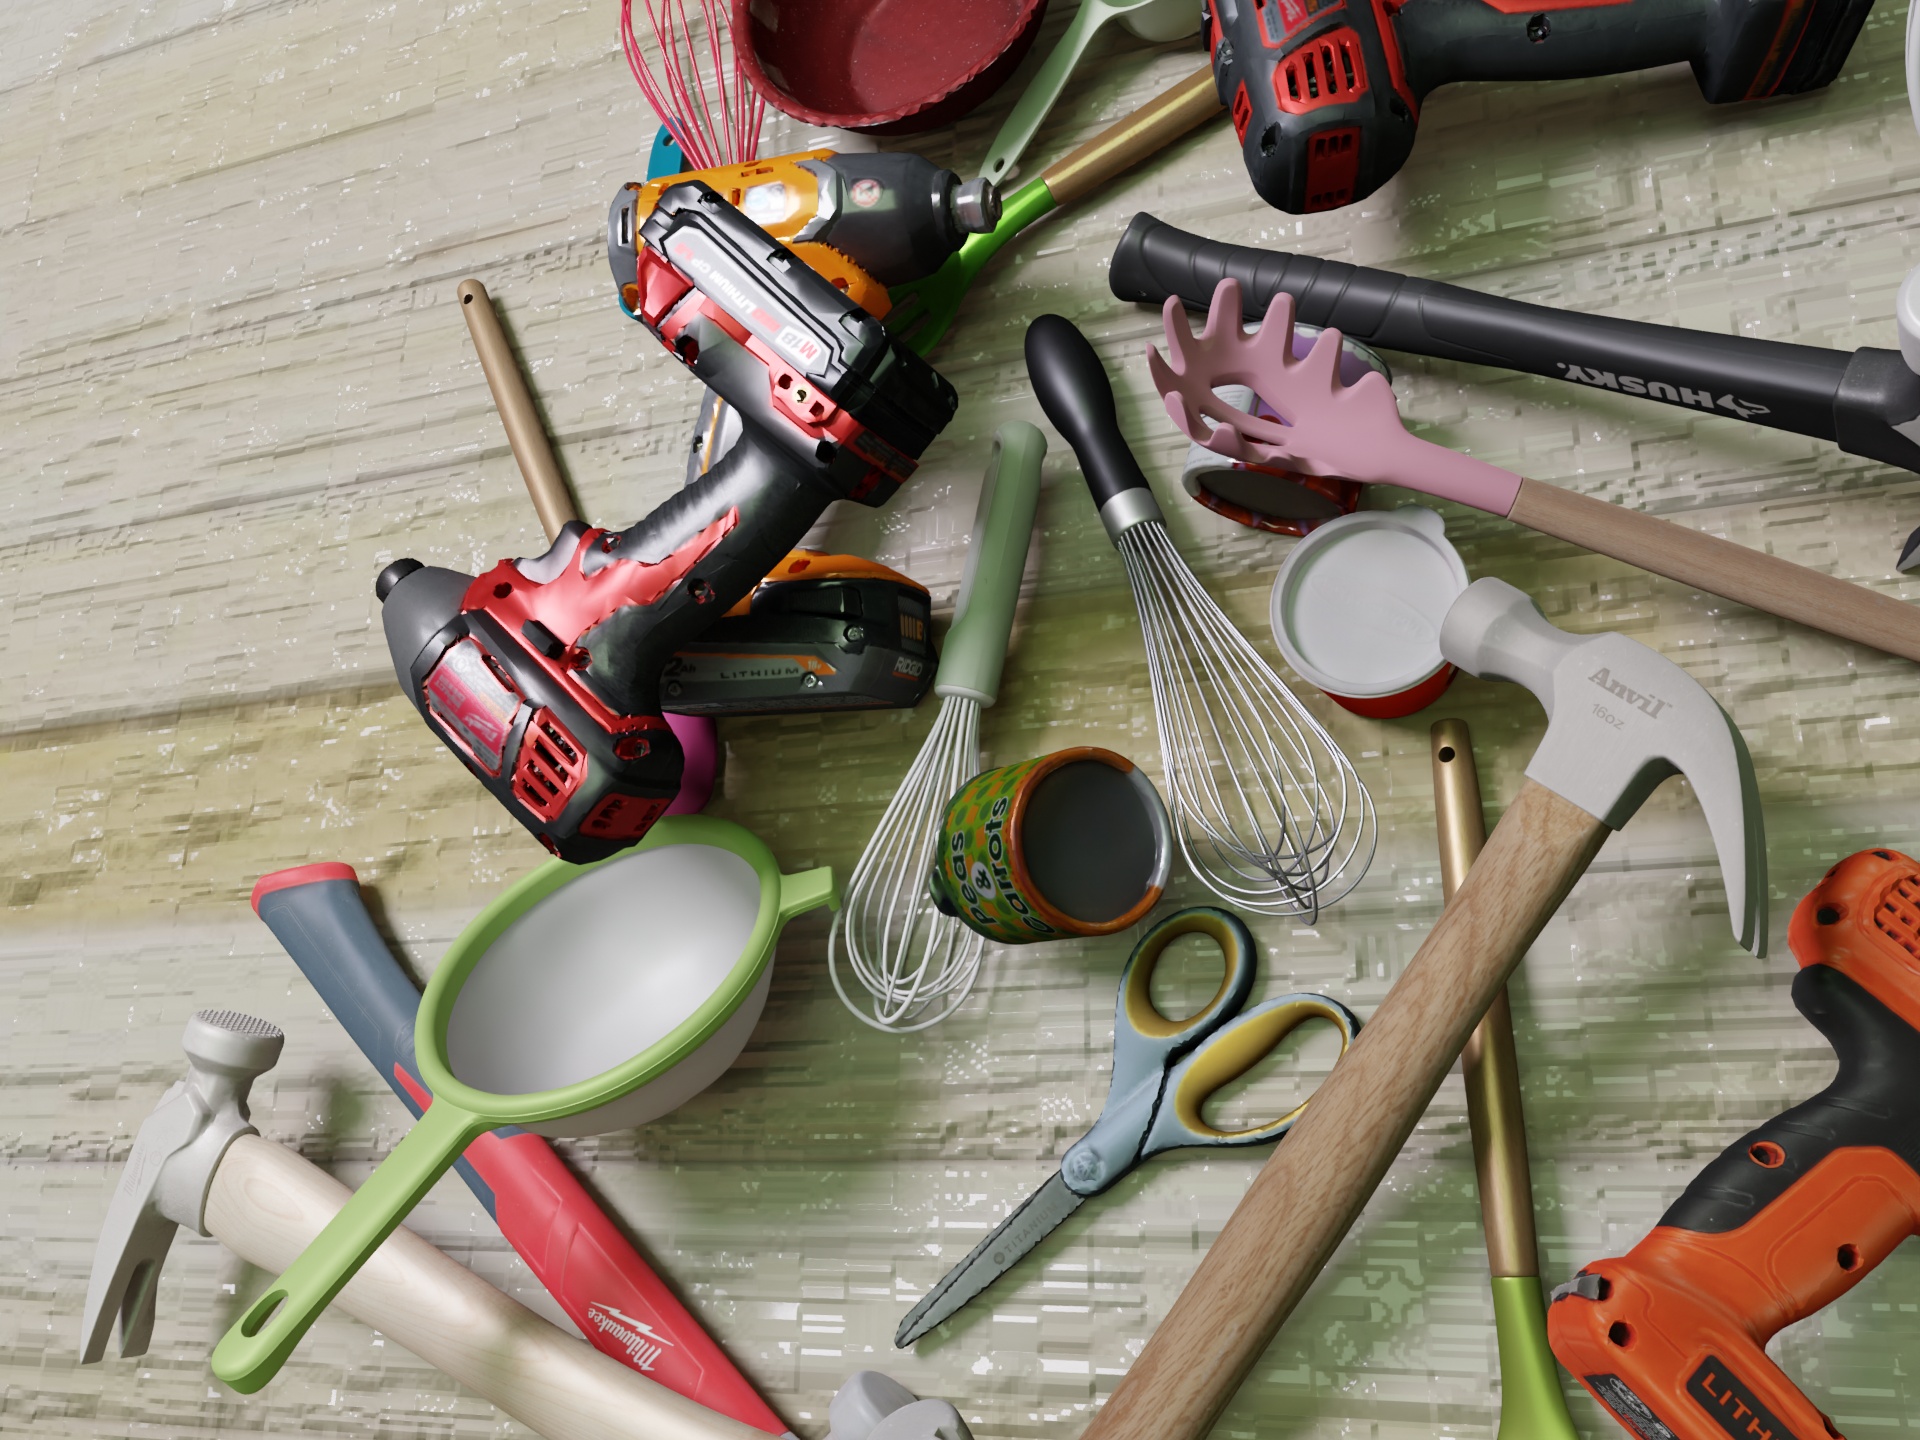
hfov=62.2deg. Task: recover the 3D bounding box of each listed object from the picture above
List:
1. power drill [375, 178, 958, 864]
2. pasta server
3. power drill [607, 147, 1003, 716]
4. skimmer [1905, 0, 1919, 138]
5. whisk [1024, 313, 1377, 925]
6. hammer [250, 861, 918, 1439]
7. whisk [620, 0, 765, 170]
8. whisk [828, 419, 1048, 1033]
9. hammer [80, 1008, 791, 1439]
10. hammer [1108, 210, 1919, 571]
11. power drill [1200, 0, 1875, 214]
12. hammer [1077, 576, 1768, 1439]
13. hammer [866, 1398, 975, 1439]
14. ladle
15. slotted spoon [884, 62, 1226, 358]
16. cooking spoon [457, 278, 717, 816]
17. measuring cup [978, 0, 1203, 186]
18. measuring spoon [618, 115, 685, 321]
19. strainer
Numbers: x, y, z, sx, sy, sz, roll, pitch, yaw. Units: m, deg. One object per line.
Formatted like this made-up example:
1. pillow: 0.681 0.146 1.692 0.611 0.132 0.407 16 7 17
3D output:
1. power drill: -0.117 -0.072 0.576 0.143 0.078 0.219 42 98 19
2. pasta server: 0.210 -0.068 0.520 0.316 0.040 0.060 22 67 10
3. power drill: -0.061 -0.119 0.643 0.164 0.084 0.226 -3 84 20
4. skimmer: 0.370 -0.104 0.479 0.127 0.090 0.363 0 74 -11
5. whisk: 0.077 -0.050 0.605 0.070 0.070 0.285 -27 60 12
6. hammer: -0.186 0.198 0.640 0.387 0.038 0.143 39 92 27
7. whisk: -0.109 -0.254 0.742 0.073 0.073 0.296 -18 74 16
8. whisk: -0.001 -0.002 0.616 0.059 0.058 0.246 14 78 -10
9. hammer: -0.163 0.241 0.577 0.411 0.038 0.146 16 84 26
10. hammer: 0.189 -0.134 0.561 0.335 0.146 0.035 24 84 38
11. power drill: 0.199 -0.294 0.590 0.226 0.080 0.188 -10 70 7
12. hammer: 0.130 0.123 0.500 0.130 0.031 0.331 38 102 41
13. hammer: -0.117 0.303 0.521 0.359 0.037 0.149 -19 101 30
14. ladle: 0.169 0.147 0.502 0.078 0.062 0.320 -13 66 31
15. slotted spoon: 0.061 -0.239 0.683 0.314 0.031 0.070 -30 72 9
16. cooking spoon: -0.185 -0.087 0.738 0.069 0.017 0.319 -30 66 11
17. measuring cup: 0.067 -0.297 0.697 0.167 0.038 0.083 -52 47 19
18. measuring spoon: -0.140 -0.242 0.774 0.042 0.021 0.129 -14 60 24
19. strainer: -0.155 0.144 0.584 0.151 0.069 0.256 9 47 39
